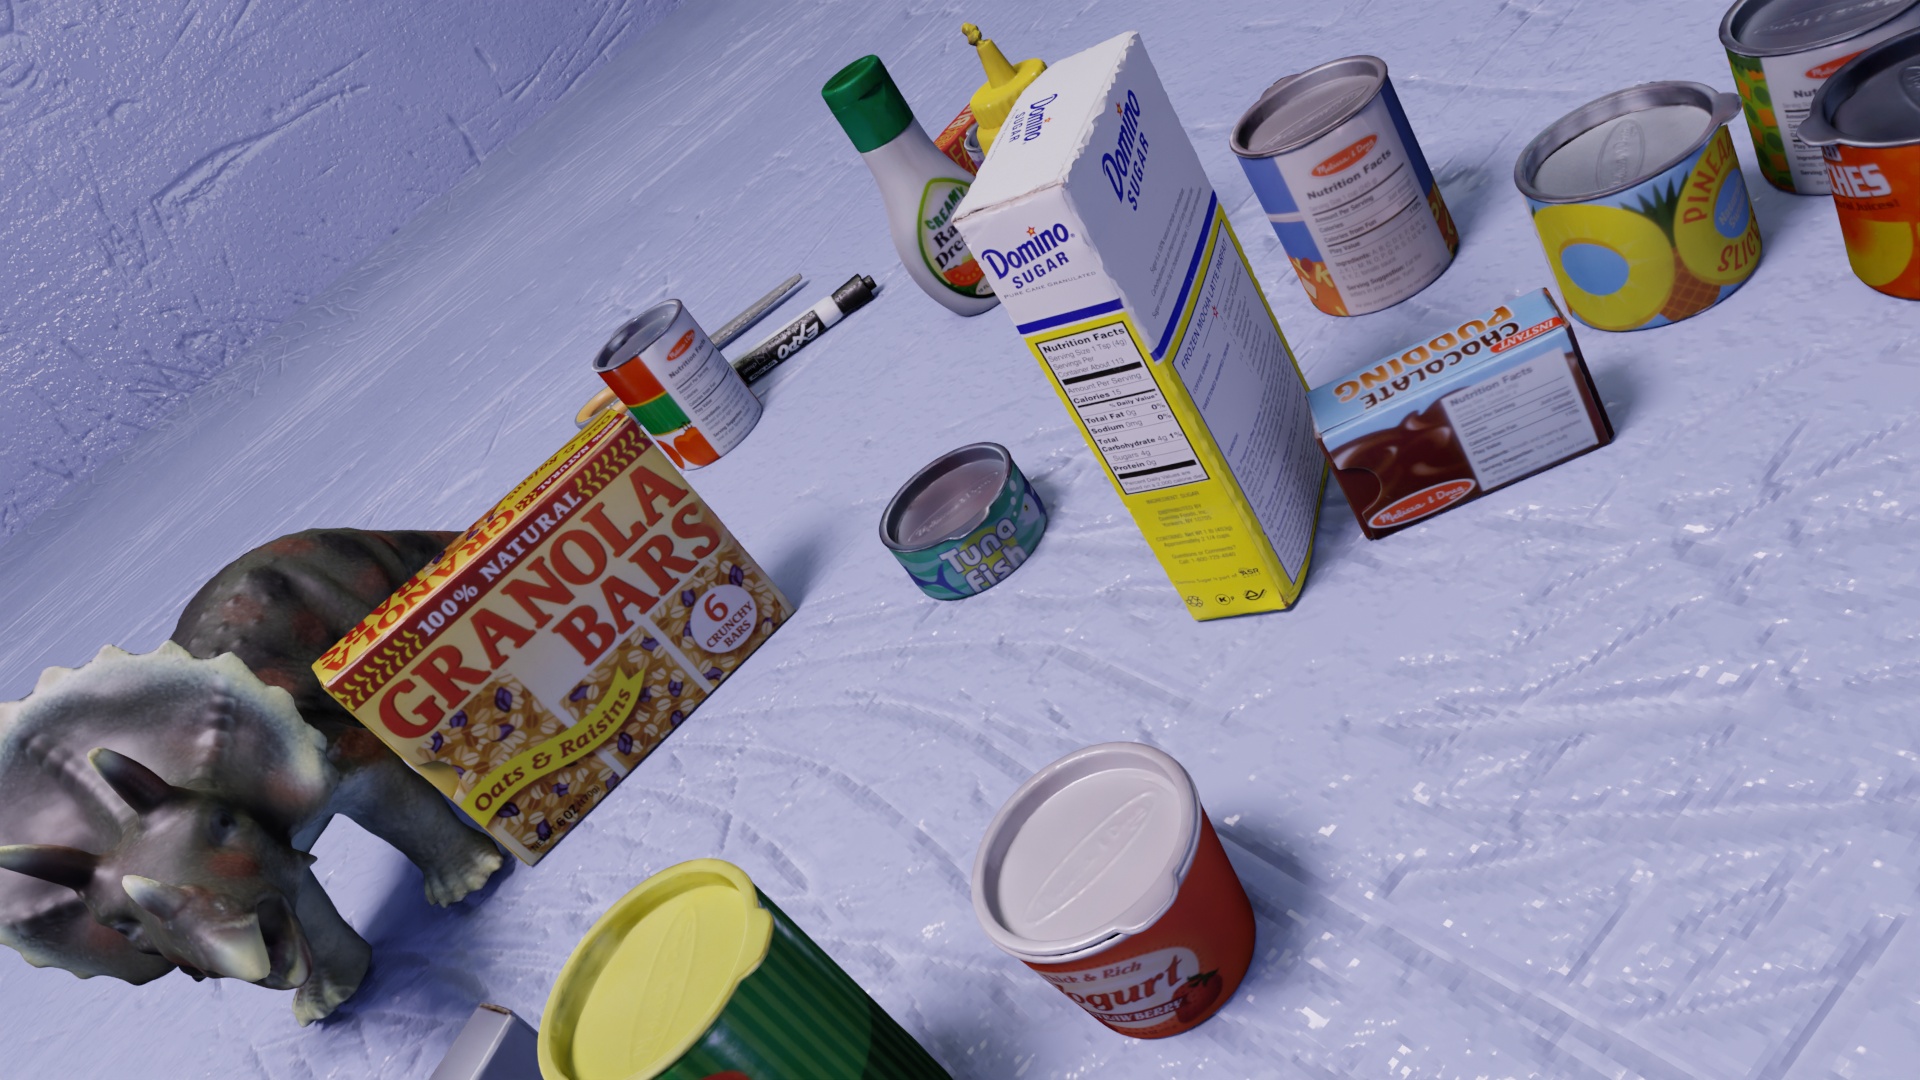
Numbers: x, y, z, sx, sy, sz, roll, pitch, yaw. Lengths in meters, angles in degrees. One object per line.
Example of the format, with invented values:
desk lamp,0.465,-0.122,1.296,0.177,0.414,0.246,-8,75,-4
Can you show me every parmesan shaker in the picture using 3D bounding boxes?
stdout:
parmesan shaker,-0.048,0.140,0.364,0.071,0.102,0.072,-26,31,18

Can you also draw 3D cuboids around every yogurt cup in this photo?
yogurt cup,0.044,0.097,0.378,0.072,0.053,0.073,-26,31,17

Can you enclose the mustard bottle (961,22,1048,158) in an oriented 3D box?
mustard bottle,0.046,-0.172,0.650,0.048,0.159,0.066,-14,37,35

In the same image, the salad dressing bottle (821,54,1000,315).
salad dressing bottle,-0.021,-0.193,0.763,0.064,0.147,0.044,-42,30,-9

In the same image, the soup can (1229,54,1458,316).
soup can,0.158,-0.146,0.573,0.071,0.083,0.072,-26,31,18

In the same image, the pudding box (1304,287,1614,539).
pudding box,0.161,-0.041,0.455,0.083,0.049,0.030,-25,31,19

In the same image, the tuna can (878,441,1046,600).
tuna can,0.002,-0.007,0.591,0.071,0.032,0.071,-26,31,17

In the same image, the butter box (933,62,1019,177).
butter box,0.020,-0.262,0.913,0.024,0.053,0.104,3,48,49

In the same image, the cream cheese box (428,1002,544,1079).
cream cheese box,-0.158,0.206,0.435,0.024,0.053,0.104,-7,40,41

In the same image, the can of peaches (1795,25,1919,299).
can of peaches,0.292,-0.112,0.411,0.071,0.058,0.071,-26,31,17

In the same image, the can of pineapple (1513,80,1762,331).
can of pineapple,0.233,-0.114,0.475,0.071,0.057,0.071,-26,31,17

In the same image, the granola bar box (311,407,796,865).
granola bar box,-0.172,0.042,0.612,0.166,0.124,0.039,-45,30,-15

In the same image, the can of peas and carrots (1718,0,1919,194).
can of peas and carrots,0.301,-0.162,0.471,0.071,0.058,0.071,-26,31,17

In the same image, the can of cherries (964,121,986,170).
can of cherries,0.044,-0.232,0.841,0.071,0.058,0.072,-26,31,17

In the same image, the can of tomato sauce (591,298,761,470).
can of tomato sauce,-0.172,-0.094,0.846,0.071,0.083,0.071,-26,31,18
